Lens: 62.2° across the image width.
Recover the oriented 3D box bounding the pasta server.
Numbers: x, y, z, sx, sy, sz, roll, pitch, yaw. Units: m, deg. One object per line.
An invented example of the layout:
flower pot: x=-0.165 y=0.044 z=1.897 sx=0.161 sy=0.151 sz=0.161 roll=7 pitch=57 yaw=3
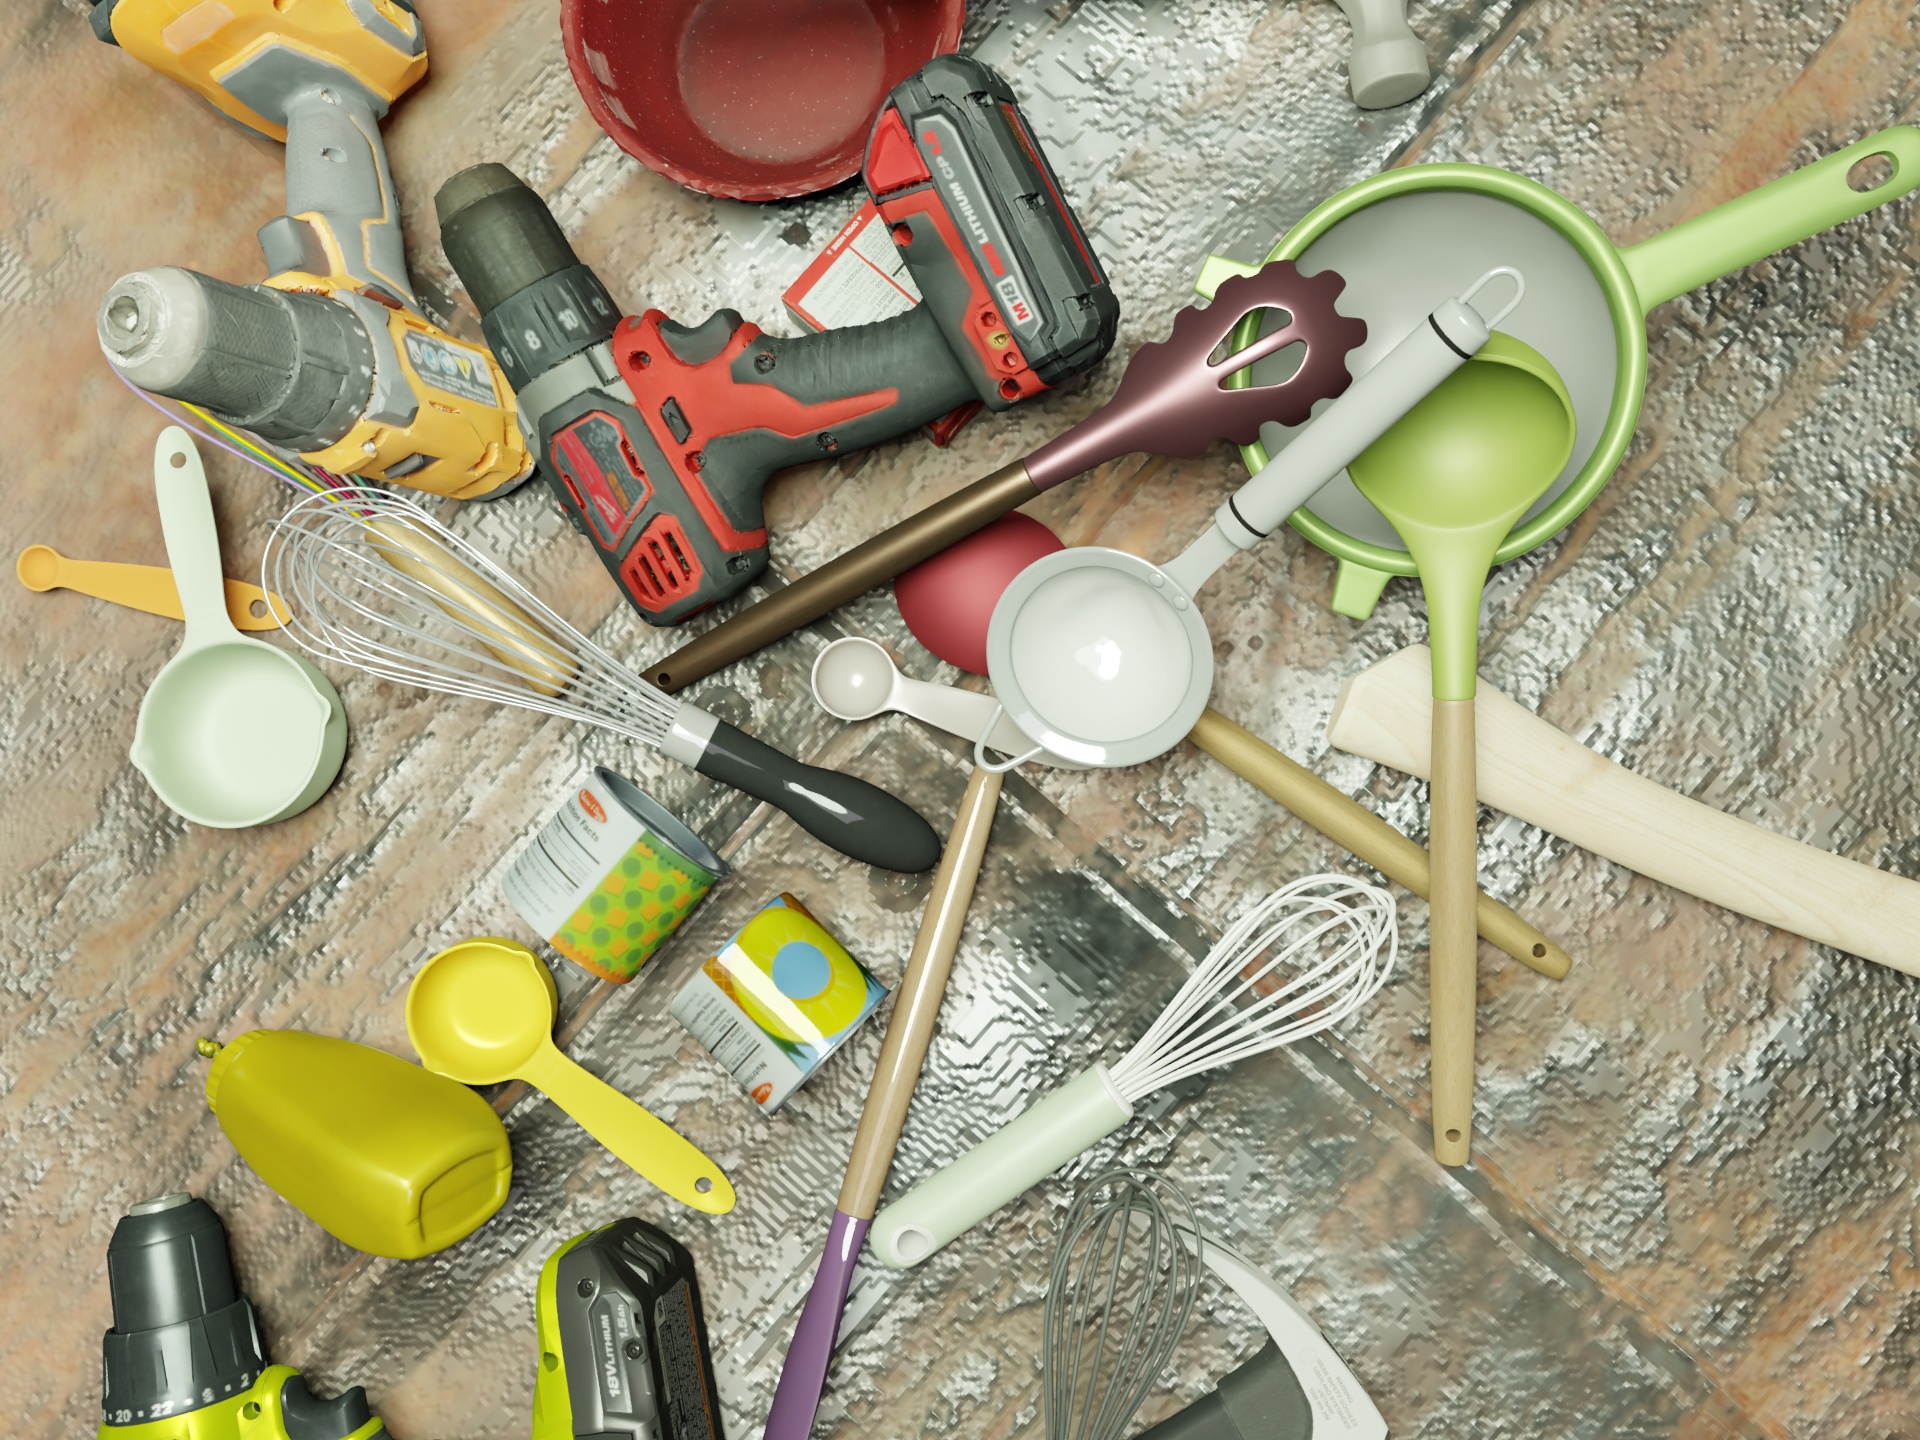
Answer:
pasta server: x=0.006 y=-0.082 z=0.613 sx=0.316 sy=0.040 sz=0.060 roll=-27 pitch=94 yaw=18

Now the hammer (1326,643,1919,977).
hammer: x=0.337 y=0.078 z=0.617 sx=0.410 sy=0.038 sz=0.146 roll=22 pitch=88 yaw=4

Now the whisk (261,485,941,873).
whisk: x=-0.134 y=-0.009 z=0.618 sx=0.284 sy=0.070 sz=0.070 roll=27 pitch=87 yaw=-9

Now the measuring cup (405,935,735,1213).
measuring cup: x=-0.152 y=0.146 z=0.643 sx=0.156 sy=0.029 sz=0.062 roll=40 pitch=91 yaw=-7

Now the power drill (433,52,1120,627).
power drill: x=-0.075 y=-0.159 z=0.595 sx=0.226 sy=0.080 sz=0.188 roll=-26 pitch=101 yaw=18

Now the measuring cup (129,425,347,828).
measuring cup: x=-0.300 y=-0.038 z=0.652 sx=0.083 sy=0.038 sz=0.168 roll=-15 pitch=83 yaw=1

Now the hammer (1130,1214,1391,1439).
hammer: x=0.003 y=0.325 z=0.613 sx=0.335 sy=0.035 sz=0.146 roll=-29 pitch=86 yaw=0

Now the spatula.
spatula: x=-0.034 y=0.168 z=0.623 sx=0.018 sy=0.060 sz=0.316 roll=19 pitch=82 yaw=-13

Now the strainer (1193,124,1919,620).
strainer: x=0.227 y=-0.154 z=0.606 sx=0.256 sy=0.069 sz=0.151 roll=-24 pitch=94 yaw=12

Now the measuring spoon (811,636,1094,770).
measuring spoon: x=-0.001 y=-0.002 z=0.650 sx=0.124 sy=0.018 sz=0.034 roll=18 pitch=80 yaw=-3

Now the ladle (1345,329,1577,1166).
ladle: x=0.181 y=0.020 z=0.582 sx=0.078 sy=0.062 sz=0.320 roll=0 pitch=103 yaw=16

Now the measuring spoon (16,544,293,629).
measuring spoon: x=-0.337 y=-0.055 z=0.669 sx=0.117 sy=0.011 sz=0.021 roll=11 pitch=93 yaw=0

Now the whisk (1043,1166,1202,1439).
whisk: x=0.041 y=0.279 z=0.576 sx=0.055 sy=0.055 sz=0.239 roll=13 pitch=92 yaw=3

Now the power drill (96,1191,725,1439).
power drill: x=-0.216 y=0.264 z=0.607 sx=0.228 sy=0.080 sz=0.190 roll=-11 pitch=84 yaw=4

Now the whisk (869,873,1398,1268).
whisk: x=0.066 y=0.139 z=0.620 sx=0.246 sy=0.059 sz=0.057 roll=-35 pitch=105 yaw=4

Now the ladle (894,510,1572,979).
ladle: x=0.109 y=0.012 z=0.637 sx=0.315 sy=0.031 sz=0.069 roll=34 pitch=87 yaw=3

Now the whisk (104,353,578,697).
whisk: x=-0.251 y=-0.098 z=0.654 sx=0.245 sy=0.047 sz=0.051 roll=41 pitch=100 yaw=0

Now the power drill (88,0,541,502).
power drill: x=-0.253 y=-0.197 z=0.589 sx=0.084 sy=0.185 sz=0.226 roll=-22 pitch=82 yaw=19

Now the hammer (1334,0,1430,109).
hammer: x=0.026 y=-0.305 z=0.612 sx=0.331 sy=0.031 sz=0.130 roll=-6 pitch=84 yaw=-17

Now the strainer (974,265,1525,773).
strainer: x=0.096 y=-0.065 z=0.563 sx=0.087 sy=0.050 sz=0.258 roll=45 pitch=123 yaw=-3
